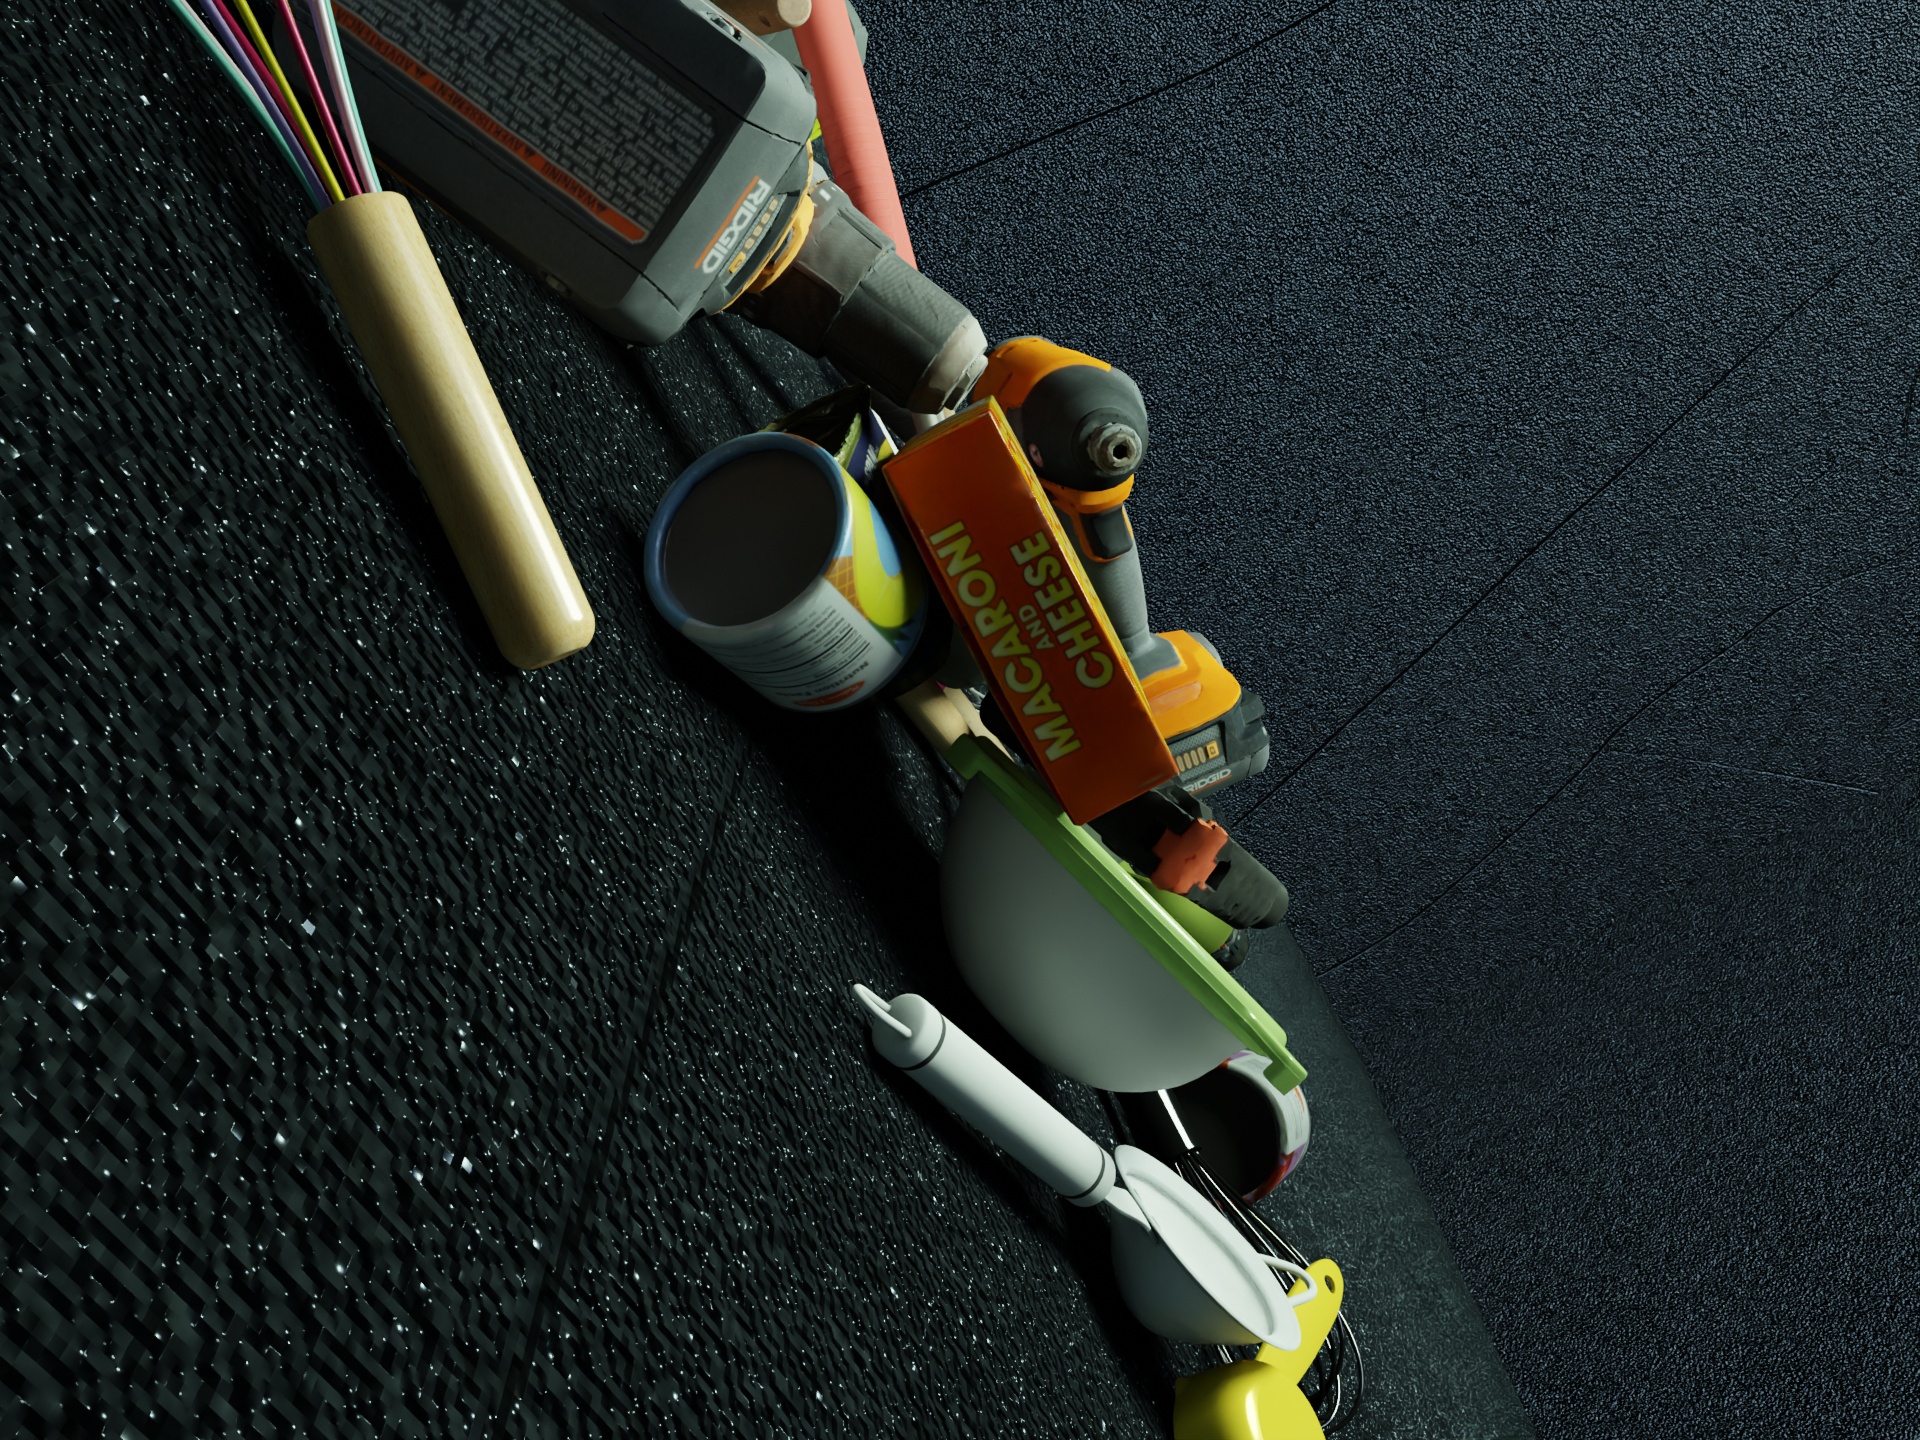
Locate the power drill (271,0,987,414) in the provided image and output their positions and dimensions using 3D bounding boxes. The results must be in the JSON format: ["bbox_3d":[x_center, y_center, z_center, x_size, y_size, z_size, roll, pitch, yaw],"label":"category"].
[{"bbox_3d":[-0.075,-0.156,0.476,0.185,0.084,0.226,36,10,-4],"label":"power drill"}]

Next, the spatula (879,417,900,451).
[{"bbox_3d":[0.005,-0.071,1.003,0.059,0.018,0.316,66,-1,-66],"label":"spatula"}]

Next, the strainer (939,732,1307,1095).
[{"bbox_3d":[0.039,0.082,0.608,0.151,0.069,0.256,45,-1,4],"label":"strainer"}]

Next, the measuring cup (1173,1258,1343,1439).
[{"bbox_3d":[0.120,0.228,0.560,0.062,0.029,0.156,58,30,5],"label":"measuring cup"}]

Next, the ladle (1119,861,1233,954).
[{"bbox_3d":[0.087,0.023,1.064,0.078,0.062,0.320,38,22,-56],"label":"ladle"}]

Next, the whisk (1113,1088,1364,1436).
[{"bbox_3d":[0.093,0.181,0.667,0.239,0.055,0.055,62,8,26],"label":"whisk"}]

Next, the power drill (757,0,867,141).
[{"bbox_3d":[-0.138,-0.376,0.763,0.223,0.080,0.171,47,1,-14],"label":"power drill"}]

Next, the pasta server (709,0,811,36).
[{"bbox_3d":[-0.115,-0.286,0.639,0.060,0.040,0.316,43,-2,-32],"label":"pasta server"}]

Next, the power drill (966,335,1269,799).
[{"bbox_3d":[0.077,-0.070,0.776,0.164,0.084,0.226,-123,-169,-67],"label":"power drill"}]

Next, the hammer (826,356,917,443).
[{"bbox_3d":[-0.066,-0.194,0.751,0.128,0.033,0.330,44,2,33],"label":"hammer"}]

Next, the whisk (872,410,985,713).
[{"bbox_3d":[-0.018,-0.097,0.877,0.057,0.059,0.247,7,46,-45],"label":"whisk"}]

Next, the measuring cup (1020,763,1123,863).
[{"bbox_3d":[0.097,0.084,0.895,0.167,0.038,0.083,53,-3,-2],"label":"measuring cup"}]

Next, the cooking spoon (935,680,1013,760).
[{"bbox_3d":[-0.001,-0.002,0.762,0.069,0.017,0.318,46,-5,46],"label":"cooking spoon"}]

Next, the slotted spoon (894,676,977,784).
[{"bbox_3d":[-0.002,0.009,0.707,0.313,0.031,0.070,52,13,-38],"label":"slotted spoon"}]

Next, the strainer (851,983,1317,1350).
[{"bbox_3d":[0.040,0.146,0.499,0.258,0.050,0.087,47,3,-38],"label":"strainer"}]

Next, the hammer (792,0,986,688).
[{"bbox_3d":[-0.028,-0.191,0.687,0.149,0.037,0.359,-29,104,-75],"label":"hammer"}]

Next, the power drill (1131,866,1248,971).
[{"bbox_3d":[0.145,0.076,1.168,0.187,0.080,0.227,46,21,-59],"label":"power drill"}]

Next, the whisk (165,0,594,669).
[{"bbox_3d":[-0.136,-0.124,0.325,0.047,0.051,0.245,-18,-83,64],"label":"whisk"}]

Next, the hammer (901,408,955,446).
[{"bbox_3d":[0.024,-0.089,1.007,0.130,0.031,0.331,142,-72,-78],"label":"hammer"}]
